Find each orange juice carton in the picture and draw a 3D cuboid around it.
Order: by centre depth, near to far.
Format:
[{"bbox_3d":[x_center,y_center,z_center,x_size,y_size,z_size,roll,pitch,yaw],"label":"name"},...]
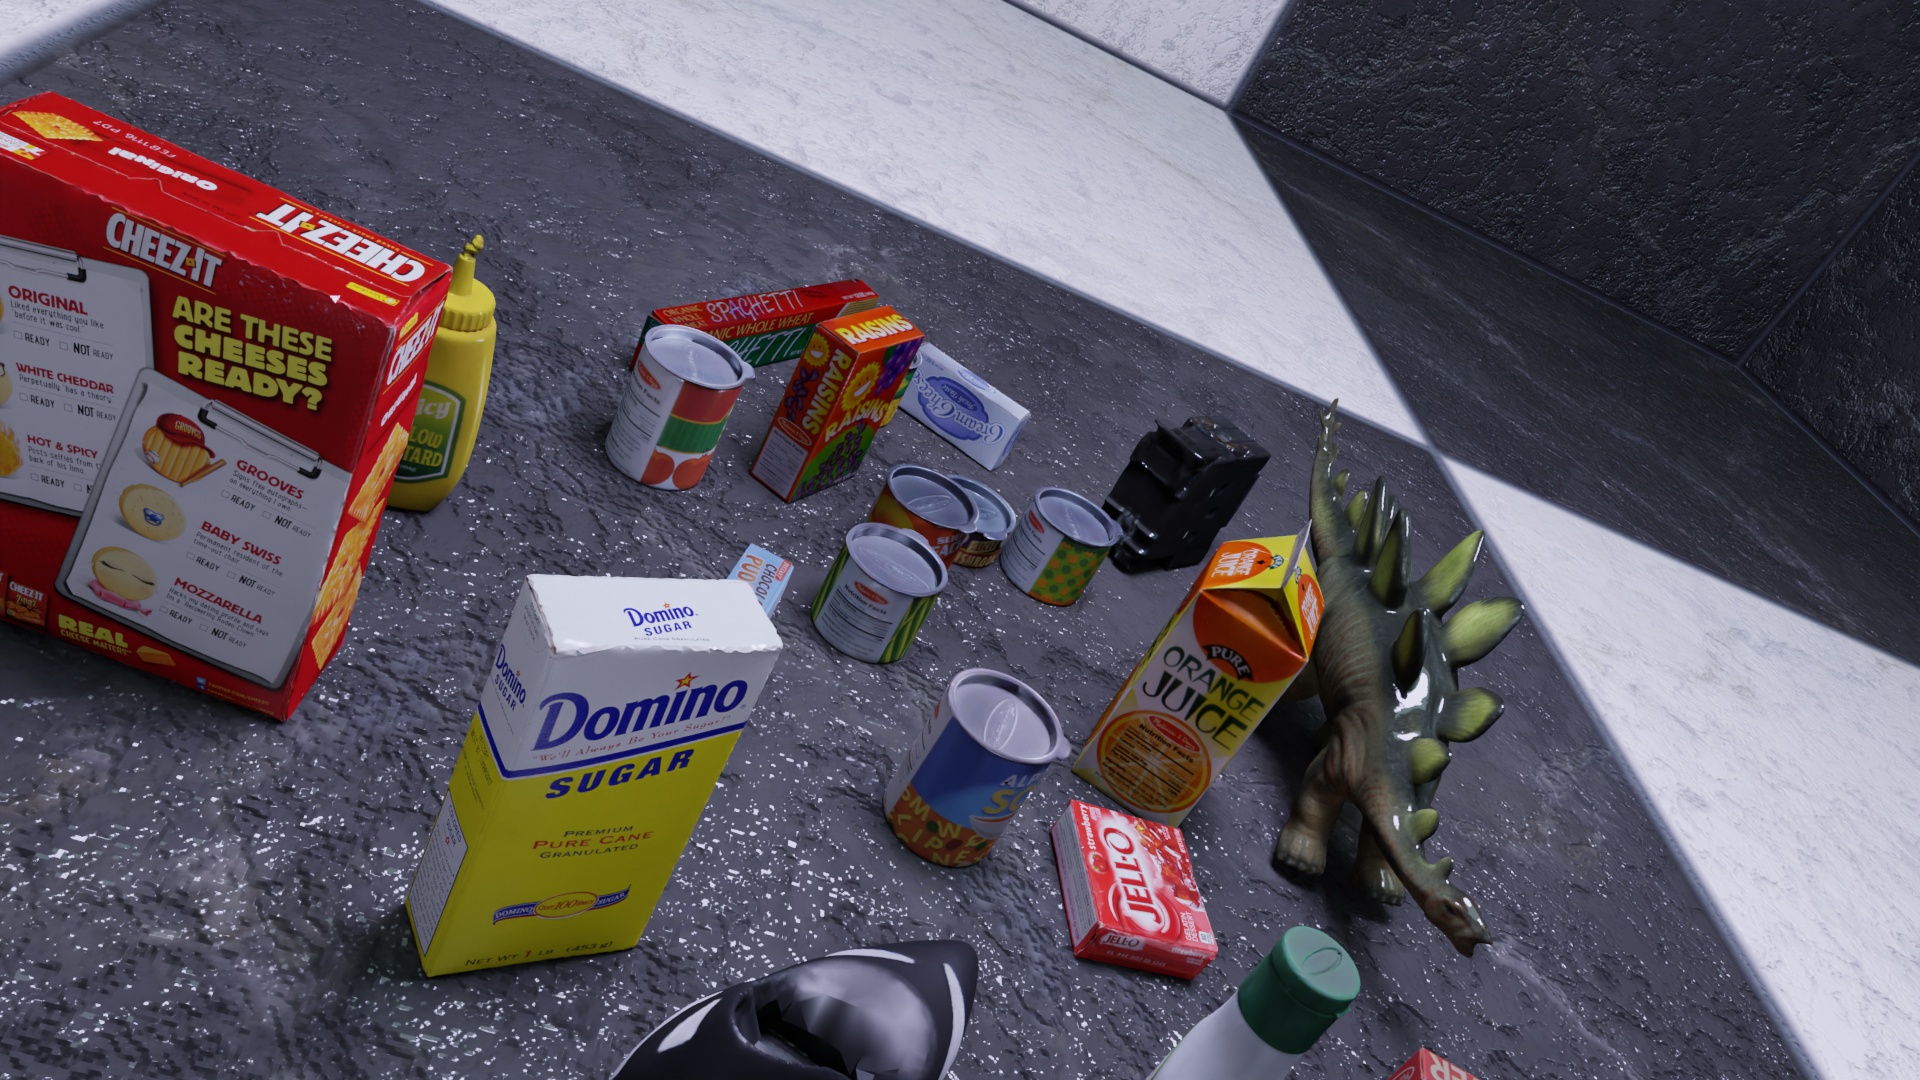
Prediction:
[{"bbox_3d":[0.149,0.073,0.813,0.073,0.191,0.072,33,29,6],"label":"orange juice carton"}]

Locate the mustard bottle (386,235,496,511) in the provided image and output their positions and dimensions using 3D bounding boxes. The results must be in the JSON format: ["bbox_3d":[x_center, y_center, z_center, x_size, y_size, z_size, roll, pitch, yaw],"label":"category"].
[{"bbox_3d":[-0.276,-0.089,0.723,0.065,0.159,0.049,15,32,-24],"label":"mustard bottle"}]

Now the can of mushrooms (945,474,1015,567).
[{"bbox_3d":[0.003,-0.012,0.977,0.071,0.033,0.071,22,30,-14],"label":"can of mushrooms"}]

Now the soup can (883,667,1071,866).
[{"bbox_3d":[0.008,0.121,0.726,0.071,0.083,0.072,22,30,-14],"label":"soup can"}]

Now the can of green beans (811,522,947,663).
[{"bbox_3d":[-0.049,0.032,0.839,0.071,0.057,0.071,22,30,-14],"label":"can of green beans"}]

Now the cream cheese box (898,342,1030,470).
[{"bbox_3d":[-0.001,-0.106,1.097,0.104,0.053,0.024,35,30,10],"label":"cream cheese box"}]

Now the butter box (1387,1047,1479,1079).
[{"bbox_3d":[0.261,0.302,0.701,0.103,0.053,0.024,29,29,-1],"label":"butter box"}]

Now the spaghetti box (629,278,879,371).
[{"bbox_3d":[-0.149,-0.160,1.054,0.029,0.050,0.251,39,31,16],"label":"spaghetti box"}]

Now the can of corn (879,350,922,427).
[{"bbox_3d":[-0.073,-0.128,1.063,0.071,0.058,0.071,22,30,-14],"label":"can of corn"}]

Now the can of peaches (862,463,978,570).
[{"bbox_3d":[-0.028,-0.007,0.916,0.071,0.057,0.071,22,30,-14],"label":"can of peaches"}]

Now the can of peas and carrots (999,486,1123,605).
[{"bbox_3d":[0.071,0.004,0.986,0.071,0.058,0.071,22,30,-14],"label":"can of peas and carrots"}]

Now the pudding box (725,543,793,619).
[{"bbox_3d":[-0.123,0.044,0.764,0.030,0.049,0.084,28,29,-4],"label":"pudding box"}]

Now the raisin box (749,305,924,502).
[{"bbox_3d":[-0.083,-0.093,0.935,0.040,0.122,0.086,39,30,15],"label":"raisin box"}]

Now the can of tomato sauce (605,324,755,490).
[{"bbox_3d":[-0.178,-0.083,0.877,0.071,0.082,0.071,22,30,-14],"label":"can of tomato sauce"}]

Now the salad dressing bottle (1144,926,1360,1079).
[{"bbox_3d":[0.115,0.225,0.596,0.064,0.147,0.044,-5,44,-45],"label":"salad dressing bottle"}]
